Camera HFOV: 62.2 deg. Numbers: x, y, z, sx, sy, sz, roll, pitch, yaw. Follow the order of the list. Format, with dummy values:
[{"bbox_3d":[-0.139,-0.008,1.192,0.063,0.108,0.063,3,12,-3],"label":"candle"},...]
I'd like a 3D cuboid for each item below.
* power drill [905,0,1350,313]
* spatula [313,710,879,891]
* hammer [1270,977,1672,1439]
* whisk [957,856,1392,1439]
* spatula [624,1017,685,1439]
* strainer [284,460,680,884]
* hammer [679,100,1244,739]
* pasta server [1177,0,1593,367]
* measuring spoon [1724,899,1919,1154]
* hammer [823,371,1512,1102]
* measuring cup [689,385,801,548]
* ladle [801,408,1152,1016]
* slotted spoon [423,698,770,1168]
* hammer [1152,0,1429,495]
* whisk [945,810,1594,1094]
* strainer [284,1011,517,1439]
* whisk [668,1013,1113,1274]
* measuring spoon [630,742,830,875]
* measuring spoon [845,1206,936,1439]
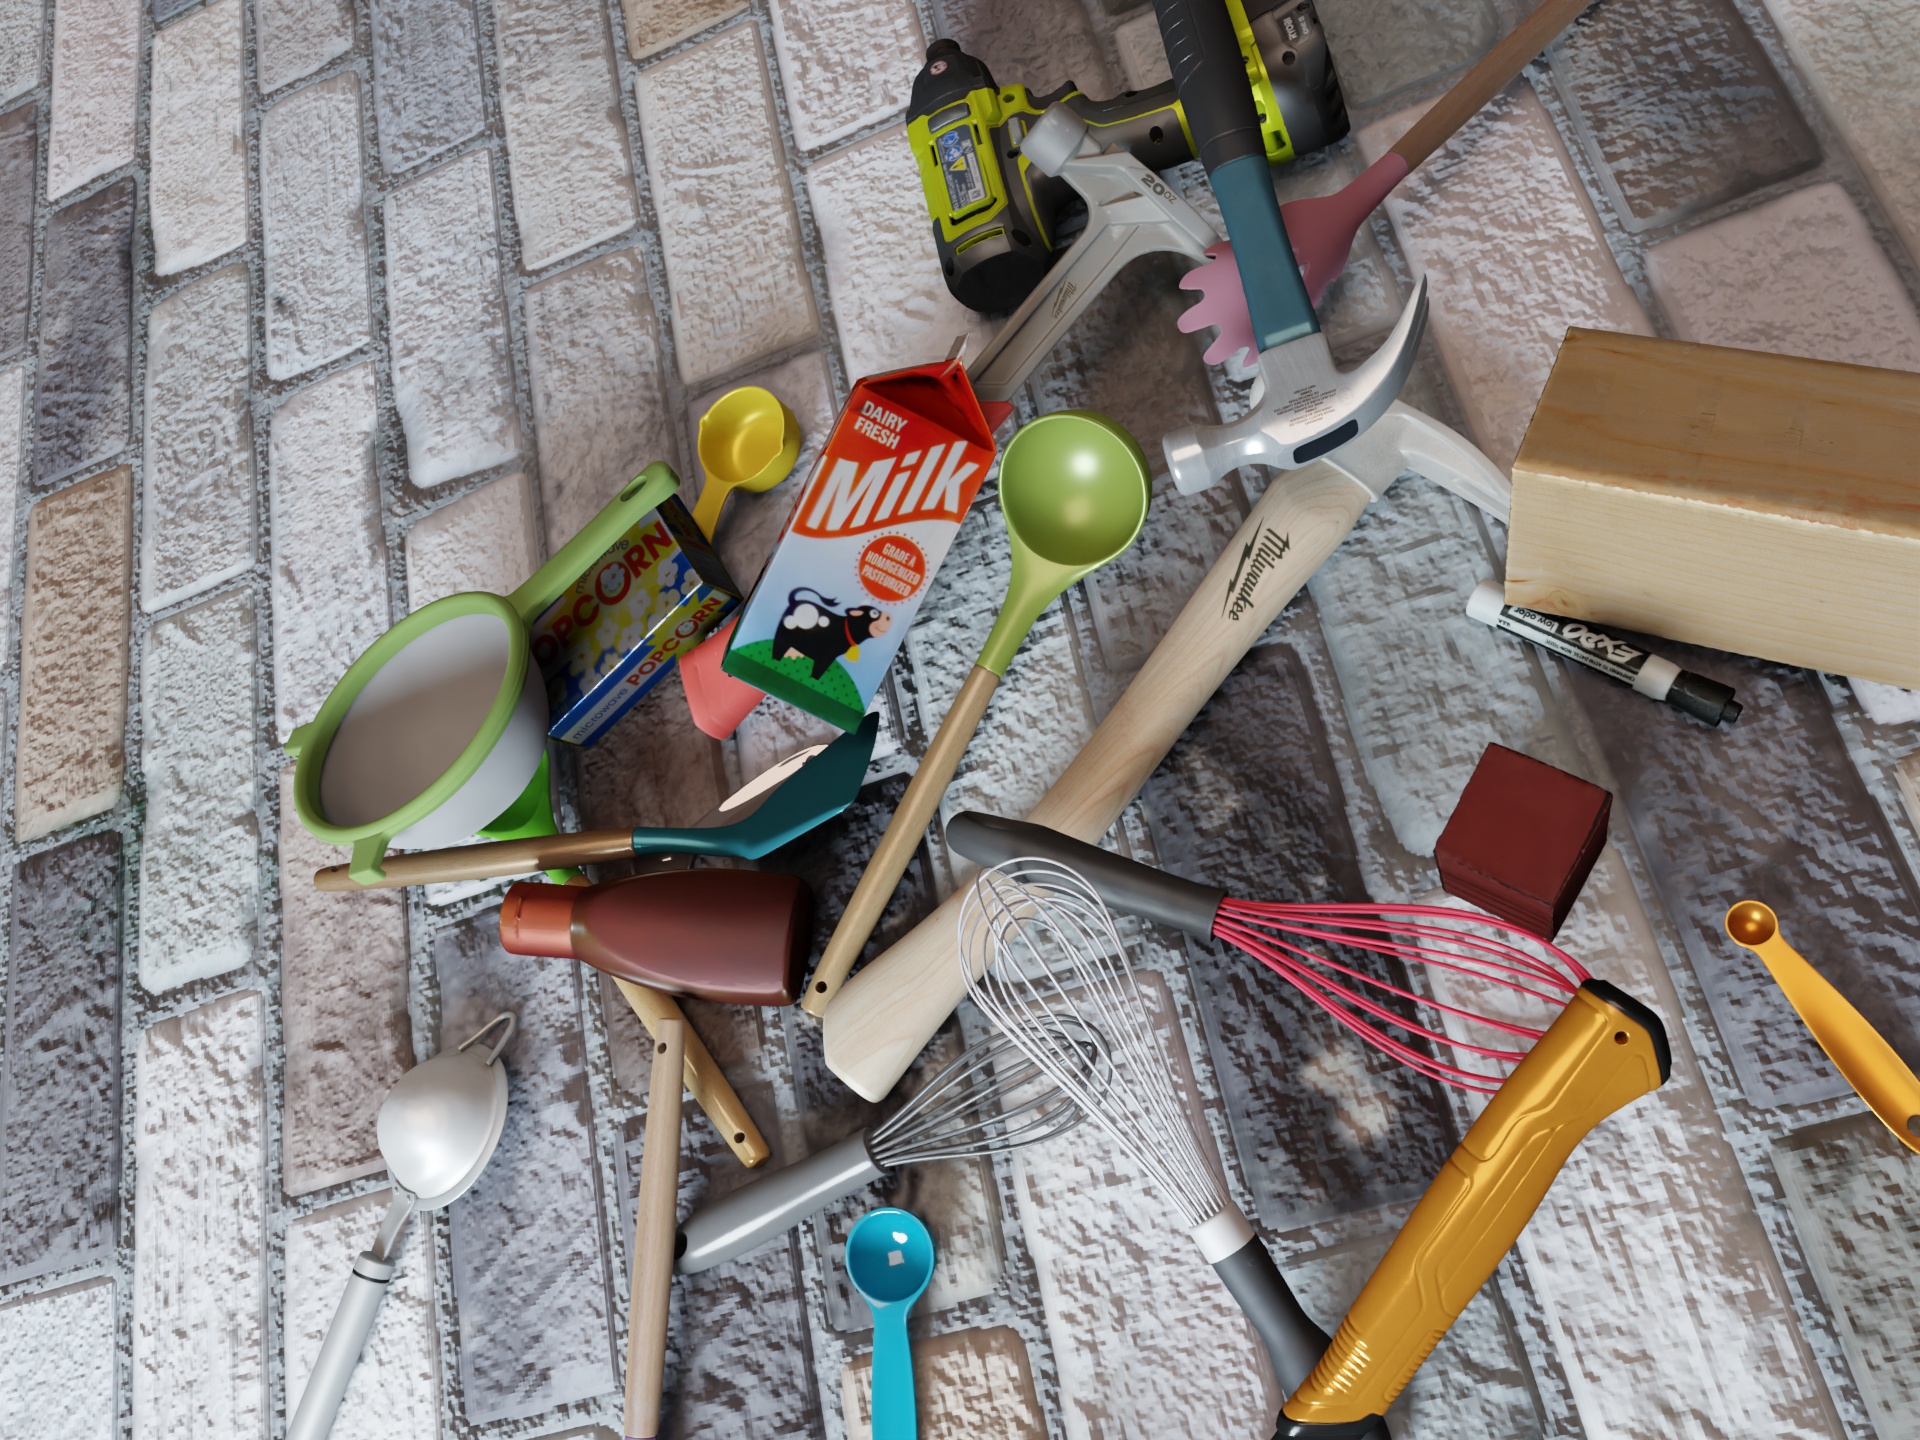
[{"bbox_3d":[0.080,-0.336,0.857,0.223,0.080,0.171,-19,66,17],"label":"power drill"},{"bbox_3d":[-0.190,0.054,0.804,0.317,0.044,0.082,-8,32,13],"label":"spatula"},{"bbox_3d":[0.144,0.235,0.593,0.127,0.034,0.337,35,94,6],"label":"hammer"},{"bbox_3d":[0.087,0.178,0.643,0.070,0.070,0.285,-35,80,6],"label":"whisk"},{"bbox_3d":[-0.144,0.295,0.719,0.060,0.018,0.316,-2,79,24],"label":"spatula"},{"bbox_3d":[-0.228,-0.026,0.826,0.256,0.069,0.152,-46,43,-6],"label":"strainer"},{"bbox_3d":[-0.011,-0.127,0.815,0.149,0.037,0.359,40,97,-11],"label":"hammer"},{"bbox_3d":[0.230,-0.291,0.790,0.316,0.040,0.060,-44,102,-10],"label":"pasta server"},{"bbox_3d":[0.343,0.121,0.622,0.021,0.011,0.117,-35,66,6],"label":"measuring spoon"},{"bbox_3d":[0.086,0.015,0.745,0.146,0.038,0.410,38,87,27],"label":"hammer"},{"bbox_3d":[-0.135,-0.109,0.887,0.062,0.029,0.156,24,92,29],"label":"measuring cup"},{"bbox_3d":[-0.001,-0.002,0.766,0.078,0.062,0.320,27,87,14],"label":"ladle"},{"bbox_3d":[-0.189,0.105,0.822,0.070,0.031,0.314,-42,64,0],"label":"slotted spoon"},{"bbox_3d":[0.126,-0.270,0.750,0.128,0.033,0.331,-16,69,13],"label":"hammer"},{"bbox_3d":[0.128,0.089,0.671,0.296,0.073,0.073,17,77,20],"label":"whisk"},{"bbox_3d":[-0.290,0.265,0.794,0.087,0.050,0.258,12,78,41],"label":"strainer"},{"bbox_3d":[-0.038,0.199,0.721,0.239,0.055,0.055,-30,63,13],"label":"whisk"},{"bbox_3d":[-0.114,0.050,0.823,0.124,0.018,0.034,-33,64,-1],"label":"measuring spoon"},{"bbox_3d":[-0.027,0.281,0.703,0.042,0.021,0.129,-6,78,17],"label":"measuring spoon"}]
